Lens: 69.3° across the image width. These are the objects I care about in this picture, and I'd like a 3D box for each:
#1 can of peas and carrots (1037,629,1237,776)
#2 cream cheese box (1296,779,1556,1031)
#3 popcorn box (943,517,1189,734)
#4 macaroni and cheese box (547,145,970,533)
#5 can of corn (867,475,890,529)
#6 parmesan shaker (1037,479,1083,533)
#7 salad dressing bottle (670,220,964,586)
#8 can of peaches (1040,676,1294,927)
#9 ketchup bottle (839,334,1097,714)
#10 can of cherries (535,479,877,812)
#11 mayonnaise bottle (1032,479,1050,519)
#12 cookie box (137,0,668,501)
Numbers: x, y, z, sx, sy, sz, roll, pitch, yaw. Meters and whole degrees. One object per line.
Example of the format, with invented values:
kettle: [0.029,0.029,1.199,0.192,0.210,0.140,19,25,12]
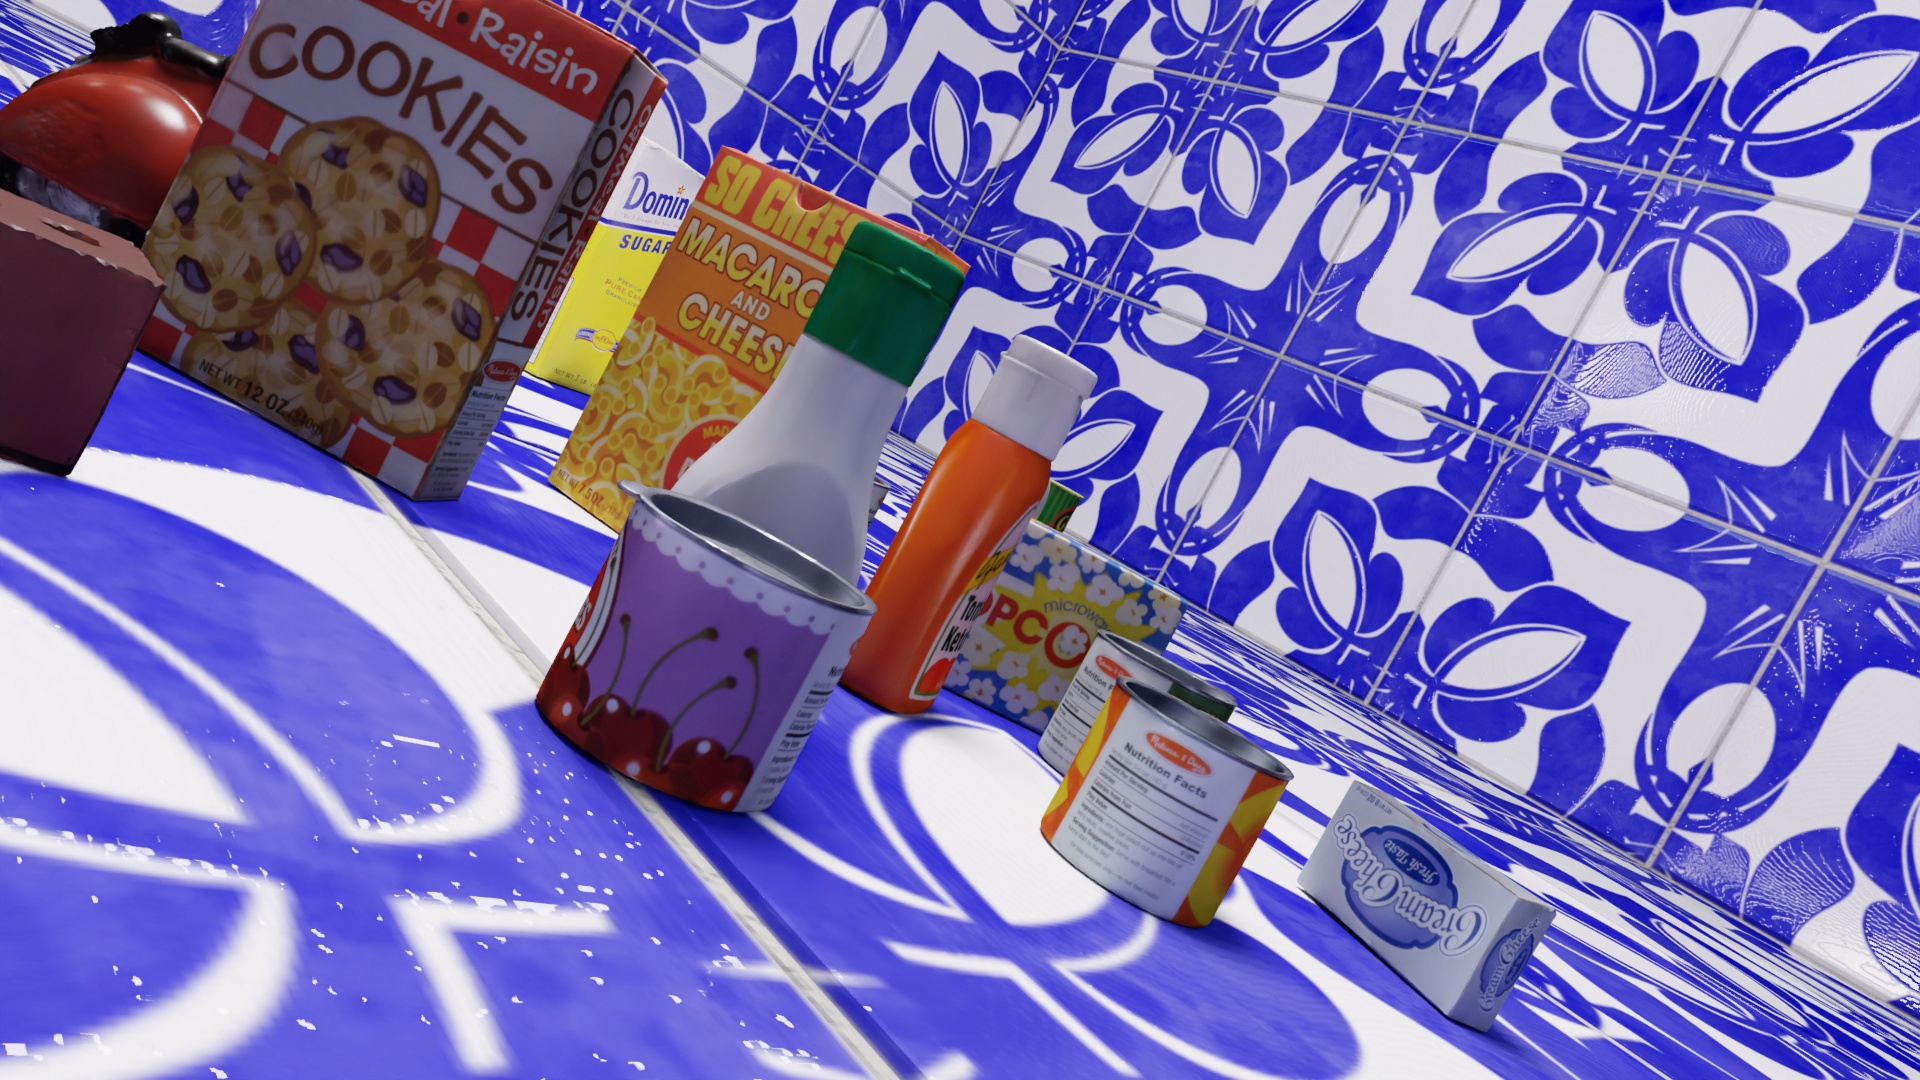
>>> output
can of peas and carrots: [0.076,0.079,0.589,0.071,0.058,0.071,28,4,-2]
cream cheese box: [0.181,0.141,0.549,0.024,0.053,0.104,26,5,-24]
popcorn box: [0.029,0.035,0.634,0.127,0.085,0.038,27,4,-12]
macaroni and cheese box: [-0.087,-0.068,0.581,0.124,0.166,0.040,30,4,31]
can of corn: [-0.083,-0.021,0.765,0.071,0.058,0.071,28,4,-2]
parmesan shaker: [0.016,0.004,0.787,0.071,0.103,0.071,28,4,-2]
salad dressing bottle: [-0.048,-0.021,0.414,0.064,0.147,0.044,27,4,-21]
can of peaches: [0.069,0.087,0.466,0.071,0.058,0.071,28,4,-2]
ketchup bottle: [0.002,-0.007,0.539,0.043,0.148,0.065,29,4,10]
can of cherries: [-0.065,0.026,0.348,0.071,0.058,0.071,28,4,-2]
mayonnaise bottle: [0.011,-0.016,0.699,0.041,0.148,0.065,31,5,37]
cookie box: [-0.194,-0.116,0.473,0.123,0.167,0.040,28,4,3]
